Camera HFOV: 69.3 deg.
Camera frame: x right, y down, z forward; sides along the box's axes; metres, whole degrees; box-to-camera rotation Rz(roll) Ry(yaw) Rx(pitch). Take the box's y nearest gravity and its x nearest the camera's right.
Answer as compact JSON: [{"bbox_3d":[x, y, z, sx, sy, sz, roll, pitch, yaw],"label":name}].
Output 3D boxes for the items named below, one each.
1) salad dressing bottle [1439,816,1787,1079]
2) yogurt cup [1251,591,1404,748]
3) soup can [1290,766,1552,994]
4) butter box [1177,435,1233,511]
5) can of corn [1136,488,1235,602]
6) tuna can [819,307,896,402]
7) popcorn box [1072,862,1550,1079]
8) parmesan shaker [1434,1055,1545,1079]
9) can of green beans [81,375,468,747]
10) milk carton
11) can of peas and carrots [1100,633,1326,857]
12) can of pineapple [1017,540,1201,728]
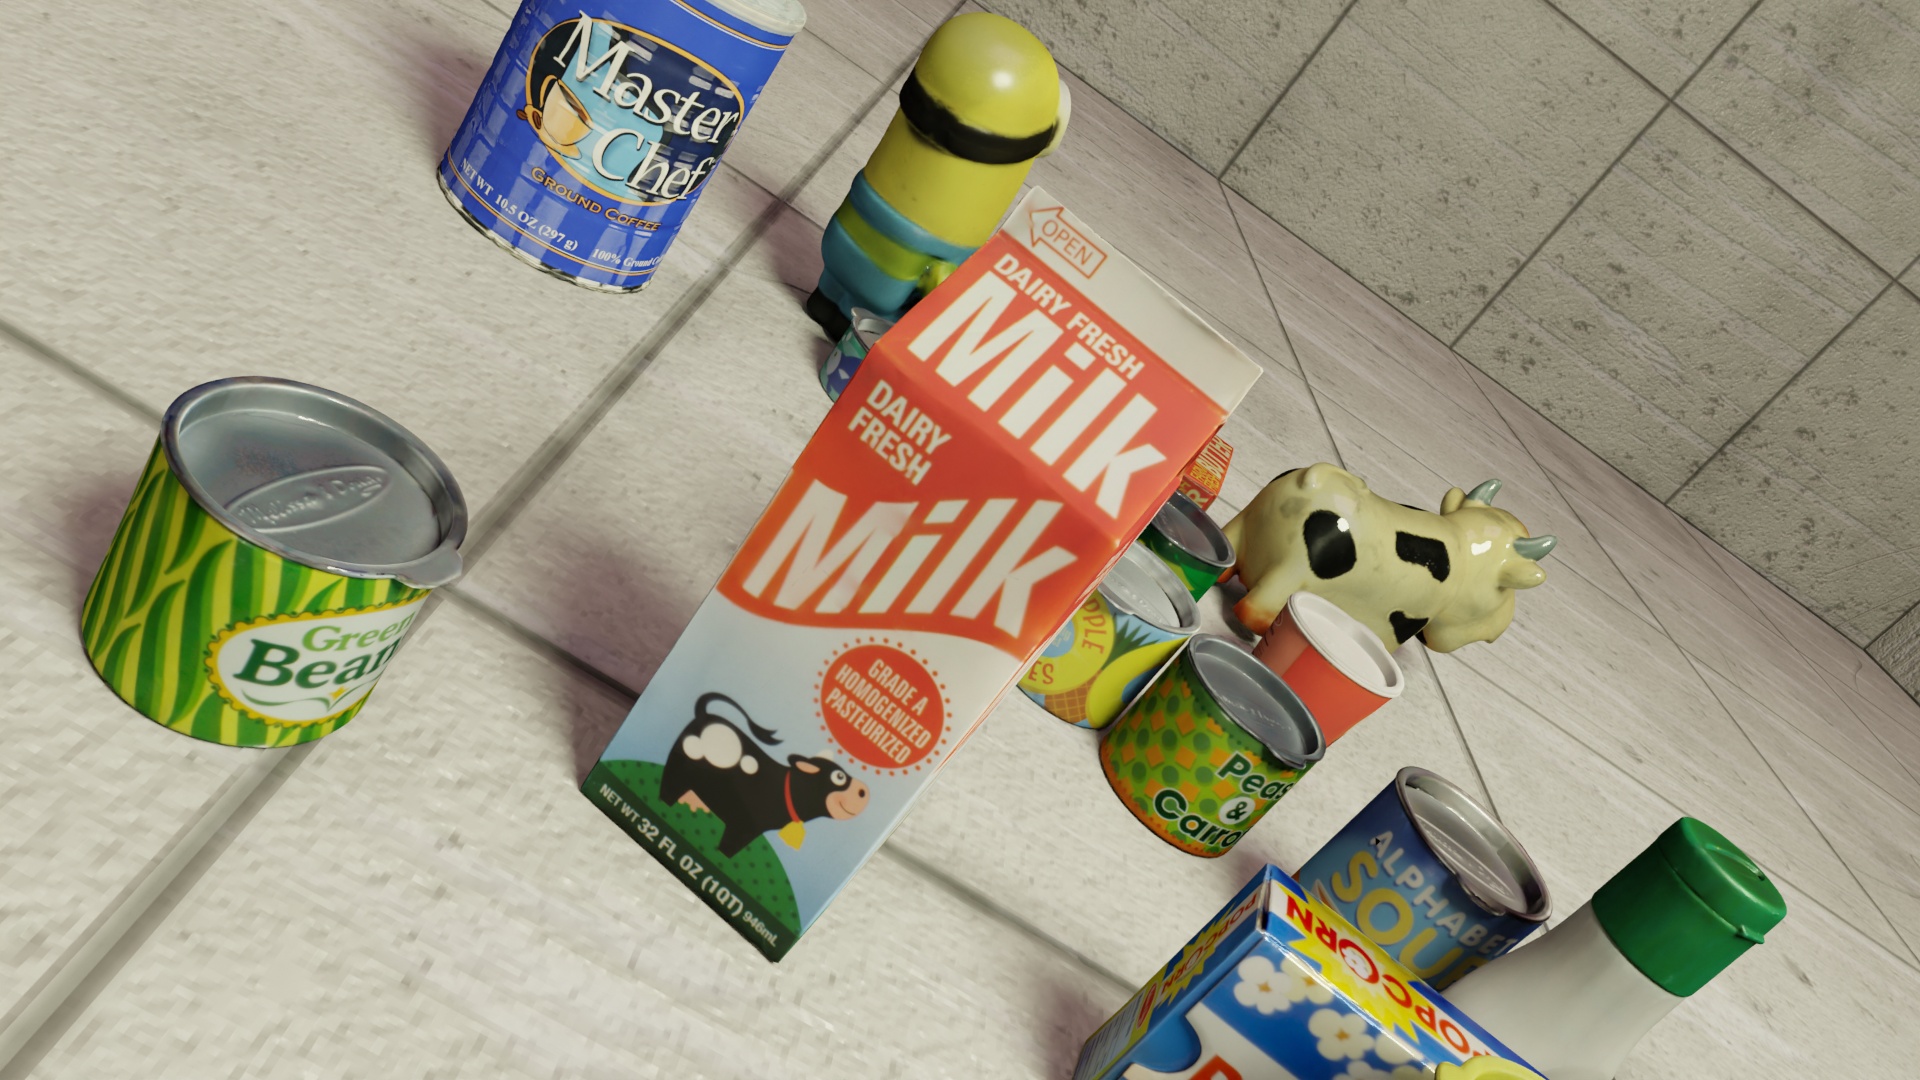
[{"bbox_3d":[0.180,0.145,0.423,0.064,0.147,0.044,25,26,-27],"label":"salad dressing bottle"},{"bbox_3d":[0.169,0.066,0.668,0.072,0.053,0.073,31,24,-15],"label":"yogurt cup"},{"bbox_3d":[0.151,0.132,0.485,0.071,0.083,0.072,31,24,-15],"label":"soup can"},{"bbox_3d":[0.123,-0.026,0.773,0.024,0.053,0.104,38,24,1],"label":"butter box"},{"bbox_3d":[0.082,0.009,0.646,0.071,0.058,0.071,31,24,-15],"label":"can of corn"},{"bbox_3d":[-0.035,-0.079,0.675,0.071,0.032,0.071,31,24,-15],"label":"tuna can"},{"bbox_3d":[0.103,0.159,0.370,0.127,0.085,0.038,38,23,1],"label":"popcorn box"},{"bbox_3d":[0.102,0.175,0.317,0.071,0.102,0.071,31,24,-15],"label":"parmesan shaker"},{"bbox_3d":[-0.158,0.005,0.321,0.071,0.057,0.071,31,24,-15],"label":"can of green beans"},{"bbox_3d":[-0.010,0.009,0.354,0.072,0.189,0.074,40,23,6],"label":"milk carton"},{"bbox_3d":[0.098,0.081,0.536,0.071,0.058,0.071,31,24,-15],"label":"can of peas and carrots"},{"bbox_3d":[0.053,0.034,0.561,0.071,0.057,0.071,31,24,-15],"label":"can of pineapple"}]
